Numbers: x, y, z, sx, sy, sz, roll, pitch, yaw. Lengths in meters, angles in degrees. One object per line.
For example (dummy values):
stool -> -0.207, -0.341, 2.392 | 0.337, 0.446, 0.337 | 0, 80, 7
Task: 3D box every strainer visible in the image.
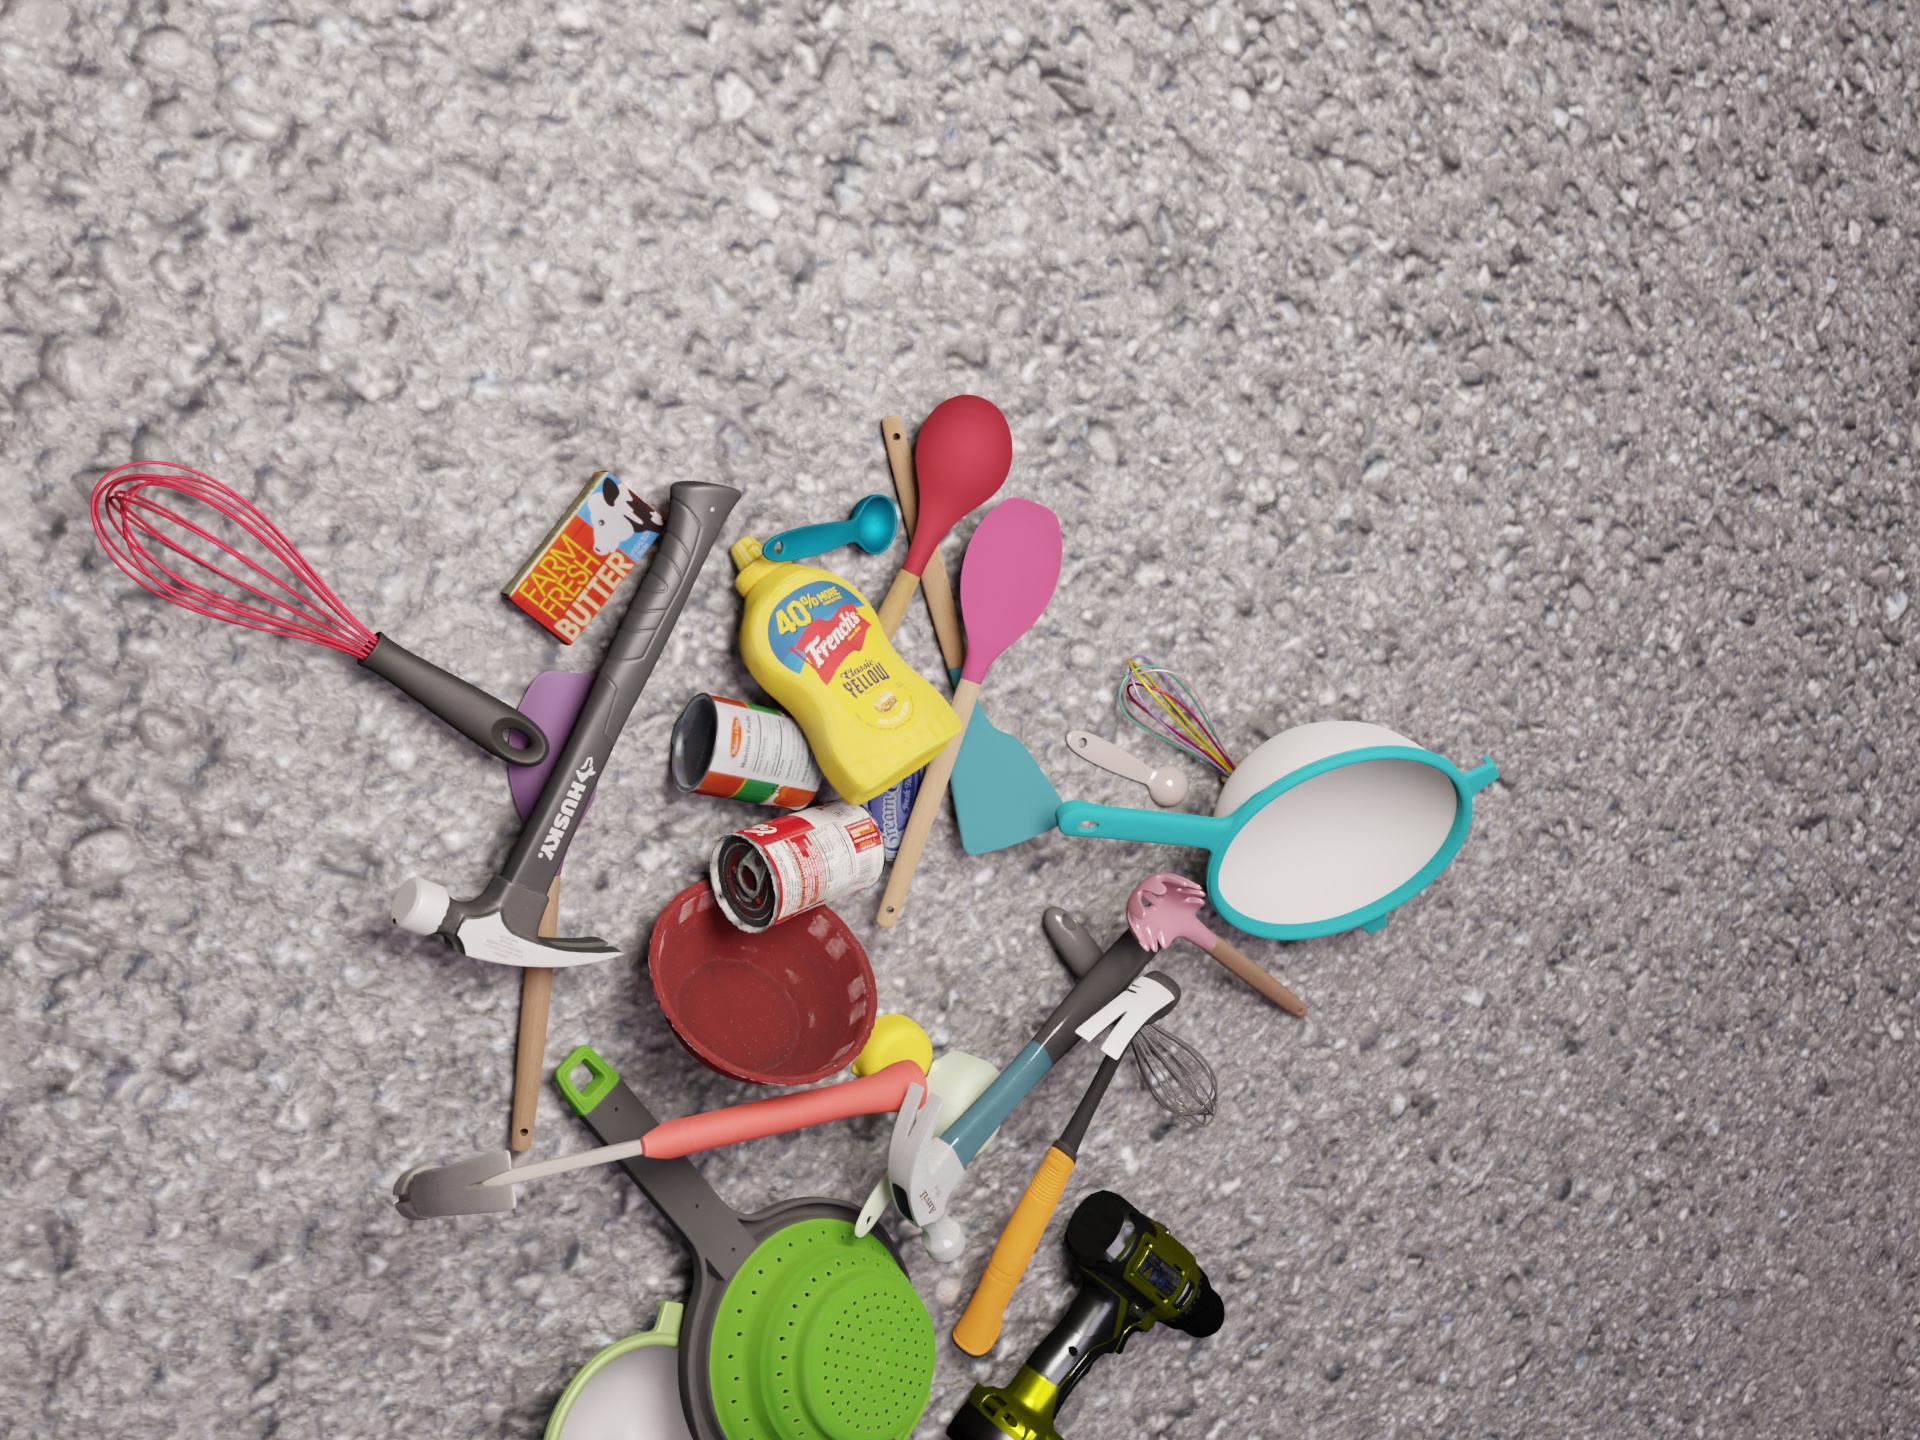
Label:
strainer -> -0.263, 0.511, 1.044 | 0.256, 0.069, 0.151 | -29, 99, -40
strainer -> 0.219, 0.062, 1.210 | 0.340, 0.095, 0.210 | 7, 131, -21

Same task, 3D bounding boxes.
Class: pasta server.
pasta server -> 0.210, 0.186, 1.244 | 0.060, 0.040, 0.315 | -50, 137, 2

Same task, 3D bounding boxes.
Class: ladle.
ladle -> -0.047, -0.080, 1.104 | 0.069, 0.031, 0.315 | 25, 94, -15

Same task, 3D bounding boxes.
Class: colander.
colander -> -0.130, 0.374, 1.081 | 0.397, 0.094, 0.204 | 55, 51, -16

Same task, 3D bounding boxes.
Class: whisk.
whisk -> 0.137, 0.234, 1.260 | 0.055, 0.055, 0.238 | -43, 110, -16
whisk -> -0.364, -0.052, 0.933 | 0.295, 0.073, 0.073 | 37, 80, -32
whisk -> 0.204, 0.031, 1.267 | 0.244, 0.047, 0.051 | 43, 76, -30

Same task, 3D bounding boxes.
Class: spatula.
spatula -> -0.273, 0.125, 1.034 | 0.059, 0.018, 0.316 | 5, 94, -21
spatula -> -0.004, -0.063, 1.137 | 0.082, 0.044, 0.317 | -19, 105, -10

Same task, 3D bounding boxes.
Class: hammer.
hammer -> 0.064, 0.340, 1.168 | 0.127, 0.034, 0.336 | -18, 135, -60
hammer -> 0.068, 0.236, 1.170 | 0.331, 0.033, 0.128 | -43, 128, -27
hammer -> -0.160, 0.260, 1.008 | 0.359, 0.149, 0.037 | -2, 75, -41
hammer -> -0.221, -0.002, 1.006 | 0.146, 0.035, 0.335 | 30, 81, -41

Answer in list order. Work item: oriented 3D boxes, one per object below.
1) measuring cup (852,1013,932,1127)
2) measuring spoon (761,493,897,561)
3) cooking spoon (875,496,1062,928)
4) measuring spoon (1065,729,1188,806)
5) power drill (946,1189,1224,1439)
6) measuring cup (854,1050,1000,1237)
measuring cup -> -0.032, 0.291, 1.183 | 0.062, 0.029, 0.156 | -26, 108, -23
measuring spoon -> -0.092, -0.126, 1.073 | 0.128, 0.021, 0.042 | -21, 117, -47
cooking spoon -> -0.002, -0.004, 1.125 | 0.068, 0.017, 0.319 | 19, 92, -10
measuring spoon -> 0.133, 0.036, 1.241 | 0.124, 0.018, 0.034 | 25, 85, -28
power drill -> 0.111, 0.511, 1.269 | 0.228, 0.080, 0.190 | -53, 126, -15
measuring cup -> -0.019, 0.312, 1.151 | 0.168, 0.038, 0.083 | -48, 135, -42
